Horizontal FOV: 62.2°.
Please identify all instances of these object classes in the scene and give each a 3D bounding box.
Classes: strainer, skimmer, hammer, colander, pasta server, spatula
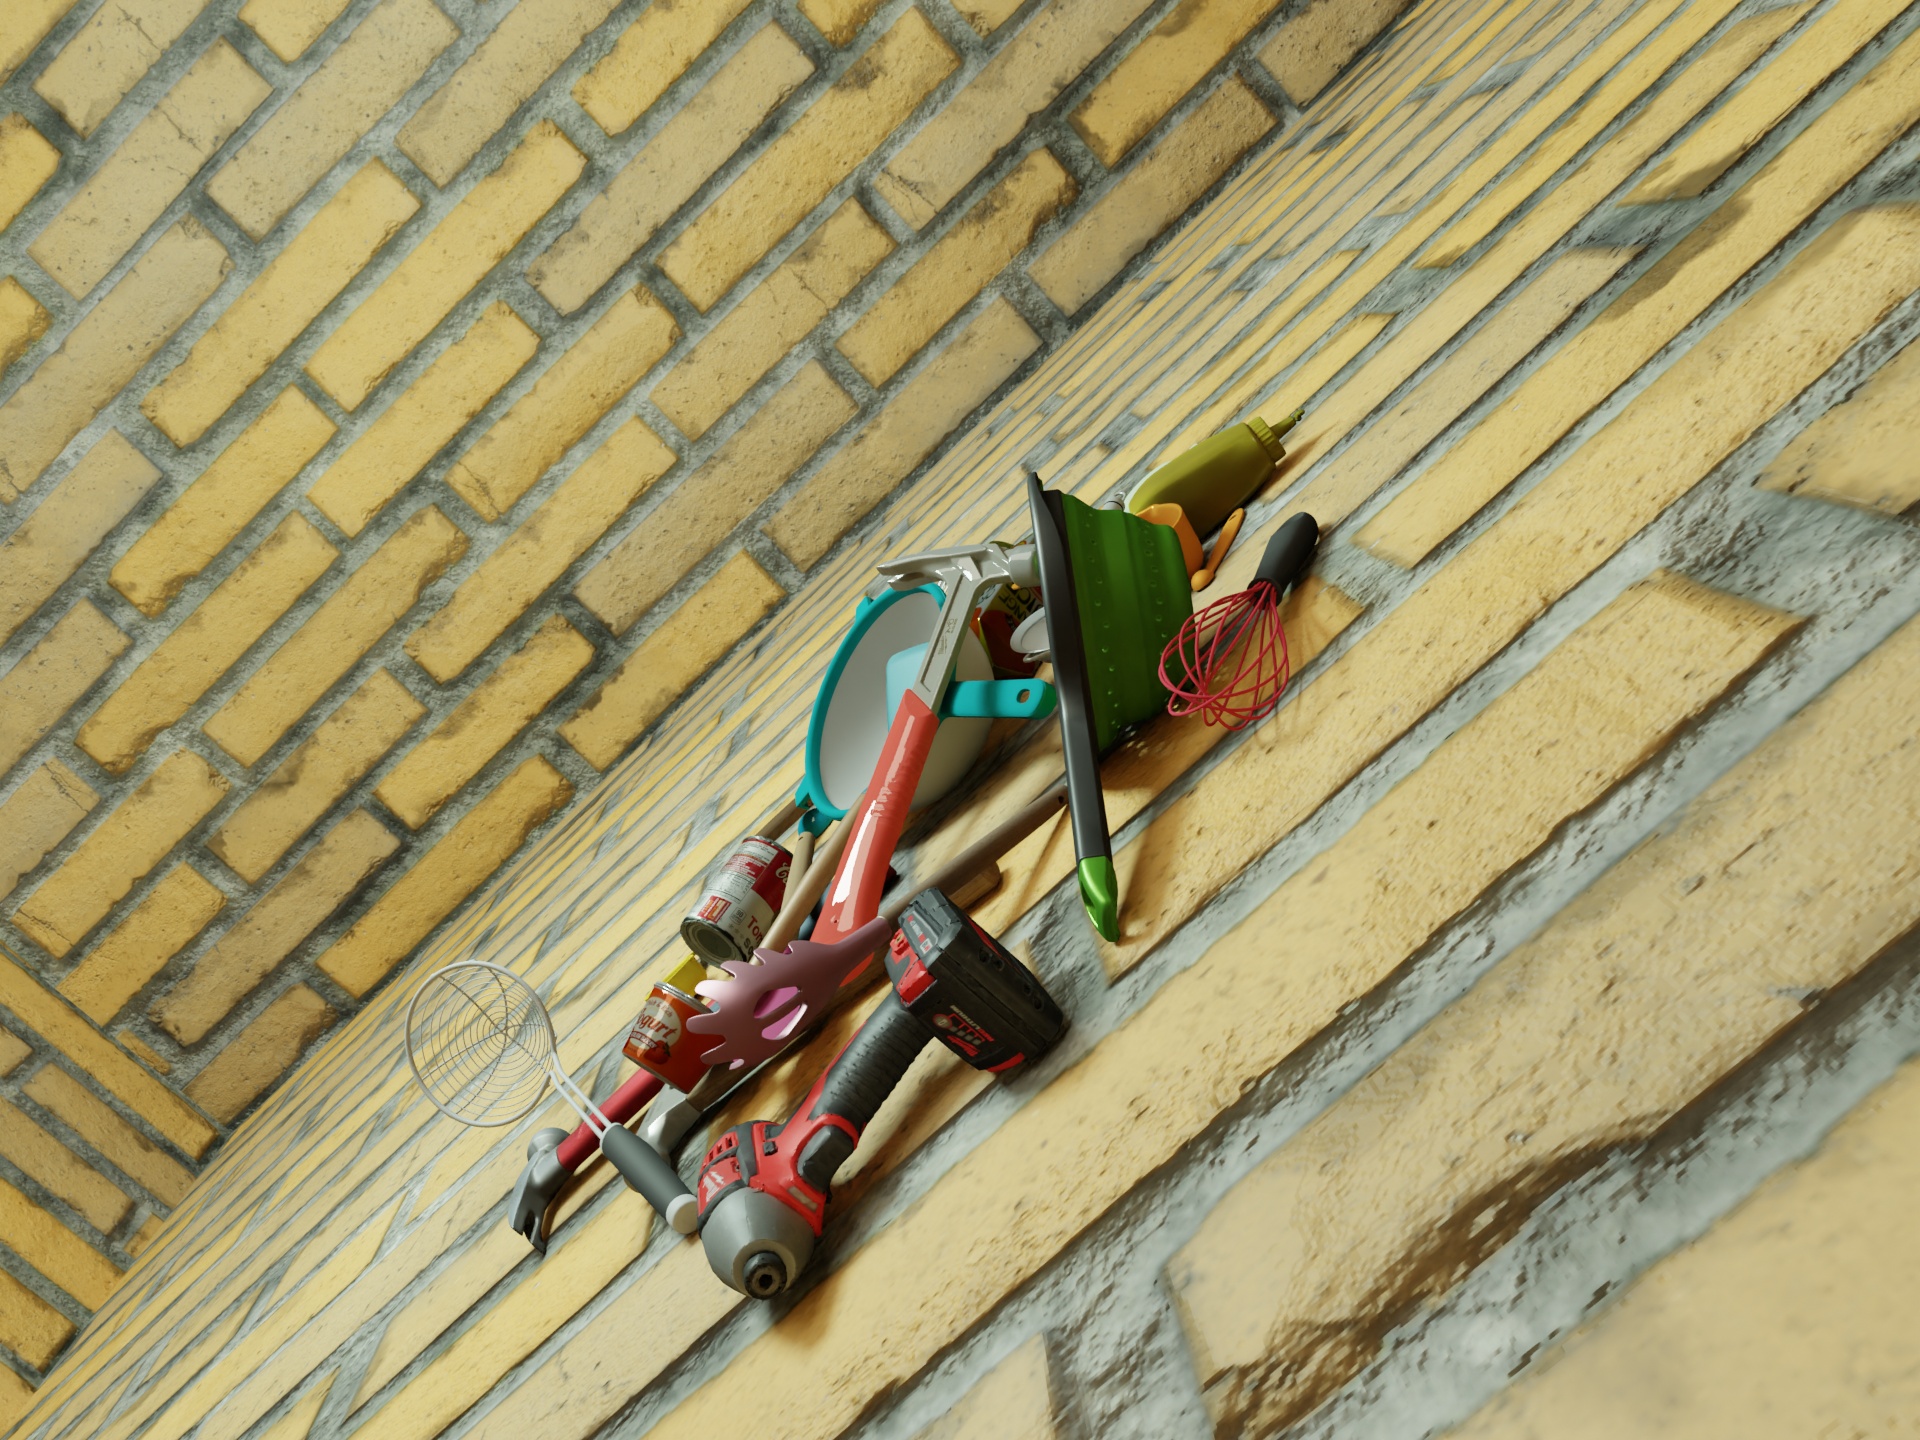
[{"bbox_3d":[-0.002,-0.004,1.267,0.340,0.095,0.211,1,70,57],"label":"strainer"},{"bbox_3d":[-0.291,0.269,1.102,0.363,0.090,0.127,18,100,54],"label":"skimmer"},{"bbox_3d":[-0.197,0.242,1.220,0.386,0.038,0.143,-44,14,3],"label":"hammer"},{"bbox_3d":[0.106,-0.118,1.354,0.087,0.050,0.259,-9,38,33],"label":"strainer"},{"bbox_3d":[0.106,-0.019,0.985,0.094,0.204,0.398,-8,38,5],"label":"colander"},{"bbox_3d":[-0.046,0.019,1.124,0.149,0.036,0.359,-4,52,34],"label":"hammer"},{"bbox_3d":[-0.102,0.194,1.096,0.331,0.031,0.130,-40,14,17],"label":"hammer"},{"bbox_3d":[-0.034,0.113,0.966,0.040,0.060,0.316,-7,19,45],"label":"pasta server"},{"bbox_3d":[-0.144,0.071,1.550,0.060,0.018,0.316,-30,9,36],"label":"spatula"},{"bbox_3d":[-0.087,0.070,1.157,0.082,0.044,0.318,-13,37,48],"label":"spatula"}]

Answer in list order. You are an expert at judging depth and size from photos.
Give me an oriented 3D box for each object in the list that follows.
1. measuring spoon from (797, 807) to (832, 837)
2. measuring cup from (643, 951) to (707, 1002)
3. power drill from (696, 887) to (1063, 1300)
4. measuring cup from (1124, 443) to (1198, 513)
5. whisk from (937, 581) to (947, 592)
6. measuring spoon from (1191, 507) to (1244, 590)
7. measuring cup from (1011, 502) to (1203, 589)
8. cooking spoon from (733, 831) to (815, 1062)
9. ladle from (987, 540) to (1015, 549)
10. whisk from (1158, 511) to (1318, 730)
[{"bbox_3d":[-0.132,0.075,1.573,0.042,0.021,0.129,-35,17,33],"label":"measuring spoon"},{"bbox_3d":[-0.243,0.229,1.451,0.062,0.029,0.156,-42,2,11],"label":"measuring cup"},{"bbox_3d":[-0.053,0.202,0.835,0.219,0.078,0.143,-48,12,-1],"label":"power drill"},{"bbox_3d":[0.195,-0.231,1.491,0.083,0.038,0.168,-35,18,36],"label":"measuring cup"},{"bbox_3d":[-0.042,-0.046,1.542,0.284,0.070,0.070,-57,13,0],"label":"whisk"},{"bbox_3d":[0.201,-0.137,1.246,0.021,0.011,0.117,-32,18,42],"label":"measuring spoon"},{"bbox_3d":[0.118,-0.116,1.287,0.173,0.052,0.095,-18,27,41],"label":"measuring cup"},{"bbox_3d":[-0.125,0.155,1.160,0.068,0.017,0.319,-40,17,14],"label":"cooking spoon"},{"bbox_3d":[0.122,-0.166,1.486,0.320,0.078,0.062,-12,66,59],"label":"ladle"},{"bbox_3d":[0.188,-0.072,0.999,0.073,0.073,0.296,-35,9,34],"label":"whisk"}]
